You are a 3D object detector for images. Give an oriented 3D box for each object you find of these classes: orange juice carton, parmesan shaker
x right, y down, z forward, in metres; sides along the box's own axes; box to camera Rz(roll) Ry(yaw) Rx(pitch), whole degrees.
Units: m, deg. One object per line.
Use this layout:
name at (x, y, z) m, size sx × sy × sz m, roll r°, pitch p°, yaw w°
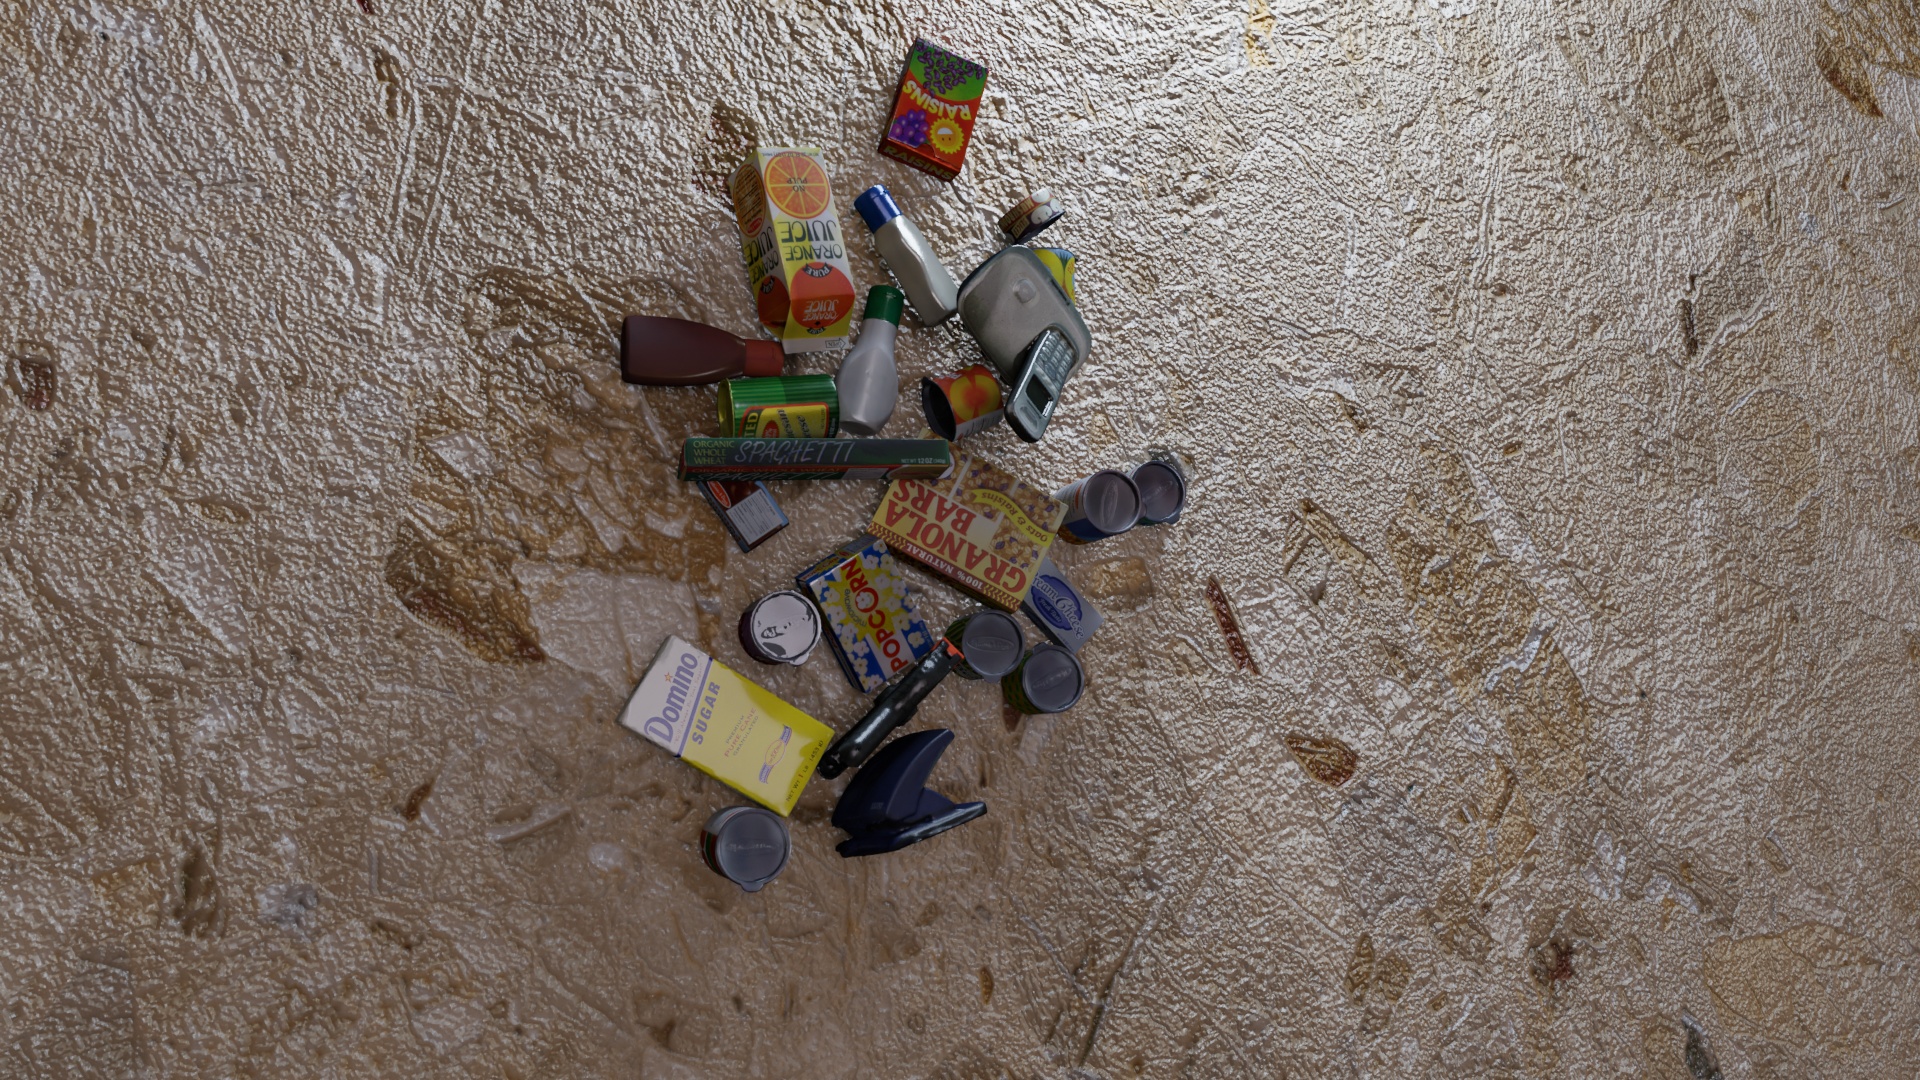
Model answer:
orange juice carton at (-0.159, -0.274, 1.336) m, size 0.072 × 0.073 × 0.192 m, roll -11°, pitch 85°, yaw -33°
parmesan shaker at (-0.172, -0.124, 1.314) m, size 0.103 × 0.071 × 0.071 m, roll -6°, pitch 84°, yaw -21°

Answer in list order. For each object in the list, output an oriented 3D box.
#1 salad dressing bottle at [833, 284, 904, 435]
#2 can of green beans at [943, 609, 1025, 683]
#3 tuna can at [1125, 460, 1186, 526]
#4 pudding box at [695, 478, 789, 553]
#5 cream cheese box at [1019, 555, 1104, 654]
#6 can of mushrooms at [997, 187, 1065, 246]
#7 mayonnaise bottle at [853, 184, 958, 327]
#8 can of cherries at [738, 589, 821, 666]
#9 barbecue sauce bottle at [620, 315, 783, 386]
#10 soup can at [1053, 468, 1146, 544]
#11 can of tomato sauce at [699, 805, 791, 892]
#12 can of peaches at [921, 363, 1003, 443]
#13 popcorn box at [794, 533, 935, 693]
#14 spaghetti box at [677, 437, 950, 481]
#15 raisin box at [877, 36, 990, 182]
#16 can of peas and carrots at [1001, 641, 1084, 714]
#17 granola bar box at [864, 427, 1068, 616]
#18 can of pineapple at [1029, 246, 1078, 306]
salad dressing bottle at (-0.087, -0.179, 1.371) m, size 0.064 × 0.044 × 0.148 m, roll 17°, pitch 74°, yaw -17°
can of green beans at (0.022, 0.103, 1.357) m, size 0.071 × 0.057 × 0.071 m, roll 3°, pitch 80°, yaw -20°
tuna can at (0.203, -0.047, 1.463) m, size 0.071 × 0.032 × 0.071 m, roll 3°, pitch 80°, yaw -20°
pudding box at (-0.205, -0.036, 1.309) m, size 0.050 × 0.030 × 0.083 m, roll -36°, pitch 95°, yaw -21°
cream cheese box at (0.093, 0.063, 1.409) m, size 0.103 × 0.024 × 0.053 m, roll 47°, pitch 68°, yaw -8°
can of mushrooms at (0.072, -0.334, 1.442) m, size 0.071 × 0.071 × 0.033 m, roll -36°, pitch 94°, yaw -22°
mayonnaise bottle at (-0.052, -0.286, 1.395) m, size 0.148 × 0.041 × 0.065 m, roll 56°, pitch 26°, yaw -1°
can of cherries at (-0.168, 0.084, 1.288) m, size 0.071 × 0.058 × 0.071 m, roll 4°, pitch 80°, yaw -21°
barbecue sauce bottle at (-0.243, -0.175, 1.310) m, size 0.149 × 0.043 × 0.065 m, roll 1°, pitch 76°, yaw -21°
soup can at (0.138, -0.032, 1.409) m, size 0.071 × 0.083 × 0.071 m, roll 3°, pitch 81°, yaw -20°
can of tomato sauce at (-0.192, 0.272, 1.235) m, size 0.071 × 0.083 × 0.071 m, roll 3°, pitch 81°, yaw -20°
can of peaches at (0.001, -0.139, 1.384) m, size 0.058 × 0.071 × 0.071 m, roll -22°, pitch 90°, yaw -23°
popcorn box at (-0.089, 0.069, 1.314) m, size 0.085 × 0.038 × 0.126 m, roll -33°, pitch 110°, yaw -21°
spaghetti box at (-0.135, -0.075, 1.293) m, size 0.250 × 0.050 × 0.029 m, roll -1°, pitch 77°, yaw -17°
raisin box at (-0.027, -0.445, 1.439) m, size 0.086 × 0.040 × 0.123 m, roll 20°, pitch 76°, yaw -18°
can of peas and carrots at (0.079, 0.137, 1.373) m, size 0.071 × 0.058 × 0.071 m, roll 4°, pitch 80°, yaw -20°
granola bar box at (0.005, -0.017, 1.366) m, size 0.165 × 0.039 × 0.124 m, roll 28°, pitch 73°, yaw -4°
can of pineapple at (0.088, -0.266, 1.437) m, size 0.071 × 0.071 × 0.058 m, roll 2°, pitch 82°, yaw -20°
